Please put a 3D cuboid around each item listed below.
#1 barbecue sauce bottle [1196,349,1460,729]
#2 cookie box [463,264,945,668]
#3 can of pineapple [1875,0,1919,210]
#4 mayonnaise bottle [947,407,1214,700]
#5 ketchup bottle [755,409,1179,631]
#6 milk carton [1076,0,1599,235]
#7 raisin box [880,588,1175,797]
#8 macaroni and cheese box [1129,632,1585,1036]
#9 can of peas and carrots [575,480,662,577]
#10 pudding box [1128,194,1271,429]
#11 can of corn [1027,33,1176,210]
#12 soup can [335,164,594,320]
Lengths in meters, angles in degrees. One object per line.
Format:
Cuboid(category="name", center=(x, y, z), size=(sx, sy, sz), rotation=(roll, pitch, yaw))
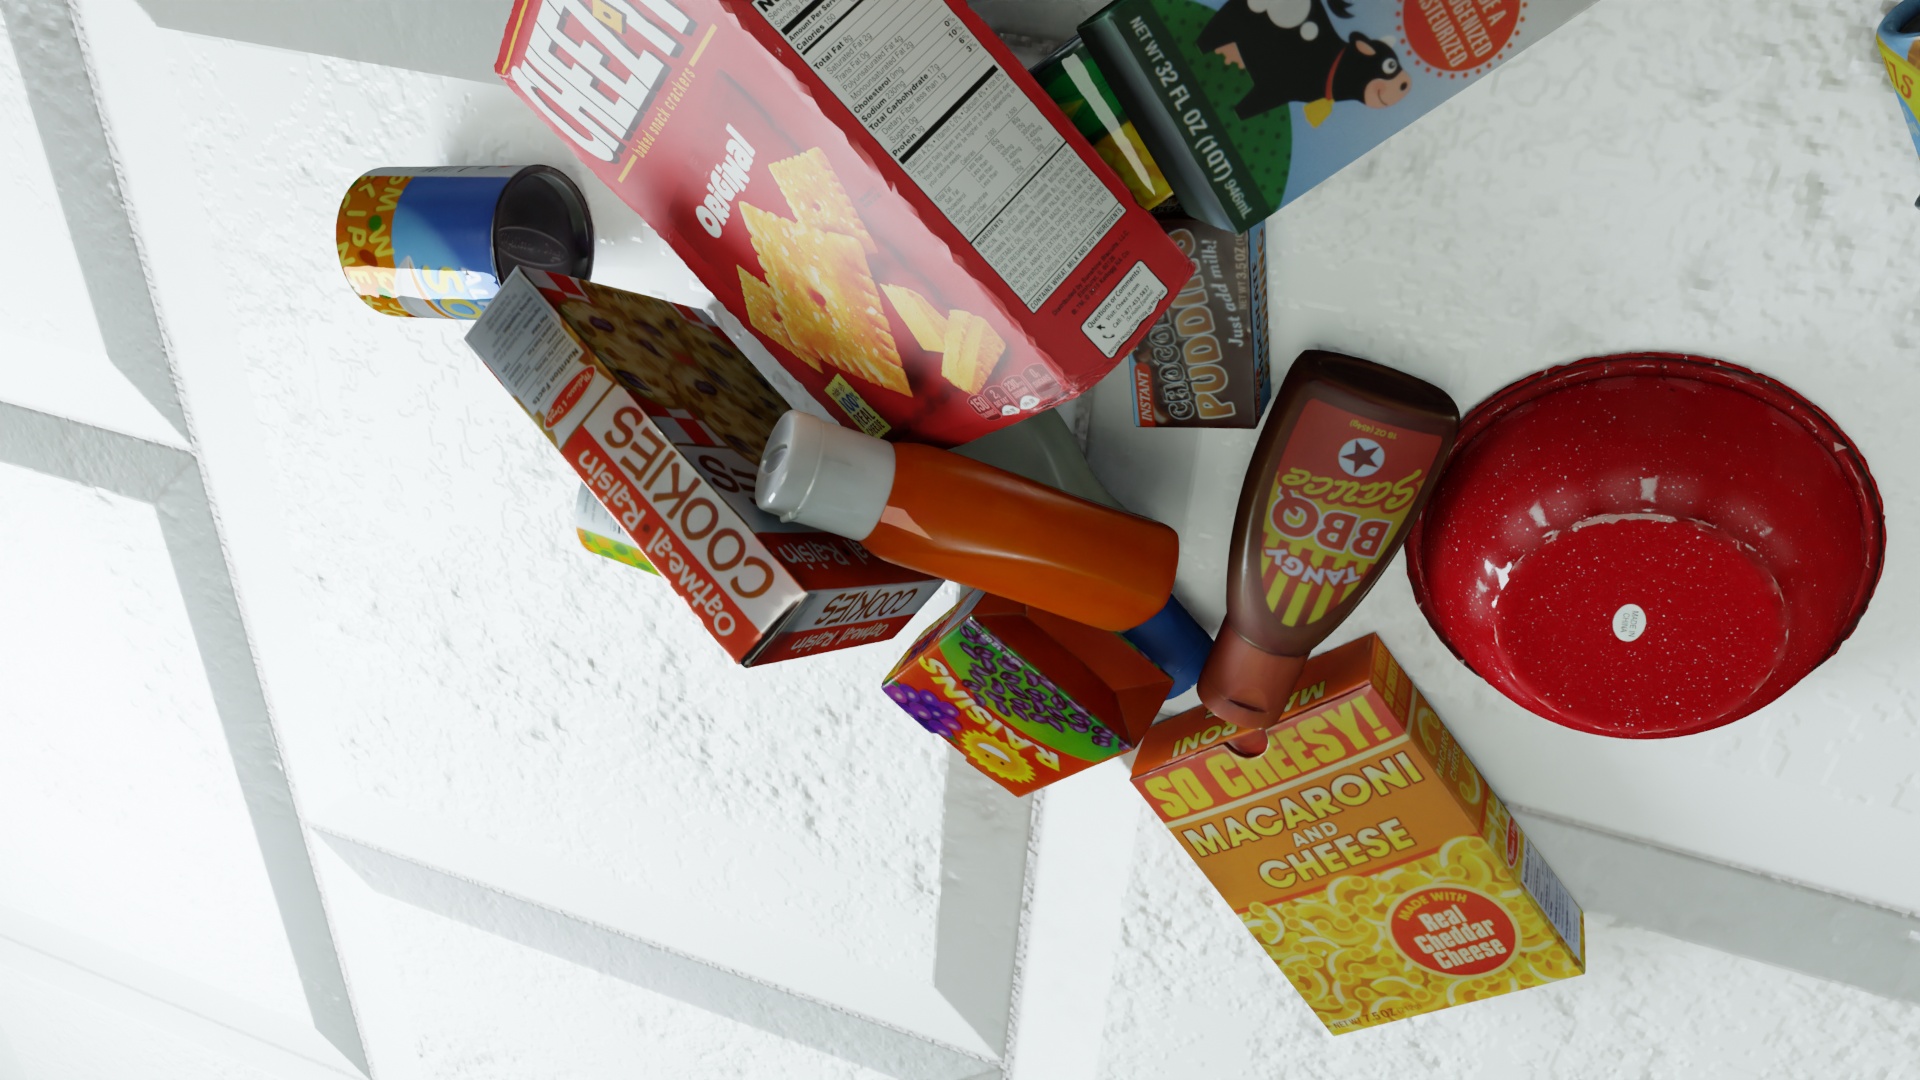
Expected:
Cuboid(category="barbecue sauce bottle", center=(0.132, 0.004, 0.532), size=(0.065, 0.044, 0.147), rotation=(17, 119, 1))
Cuboid(category="cookie box", center=(-0.094, -0.028, 0.537), size=(0.168, 0.123, 0.040), rotation=(47, 107, 15))
Cuboid(category="can of pineapple", center=(0.293, -0.127, 0.378), size=(0.071, 0.071, 0.057), rotation=(-21, 109, 32))
Cuboid(category="mayonnaise bottle", center=(0.048, 0.003, 0.581), size=(0.064, 0.041, 0.148), rotation=(-33, 105, 38))
Cuboid(category="ketchup bottle", center=(0.002, -0.006, 0.498), size=(0.149, 0.043, 0.064), rotation=(18, 166, -23))
Cuboid(category="milk carton", center=(0.134, -0.171, 0.392), size=(0.190, 0.074, 0.072), rotation=(-33, 105, 8))
Cuboid(category="raisin box", center=(0.025, 0.063, 0.600), size=(0.086, 0.040, 0.123), rotation=(39, 153, -4))
Cuboid(category="macaroni and cheese box", center=(0.173, 0.134, 0.608), size=(0.123, 0.040, 0.166), rotation=(-30, 105, 34))
Cuboid(category="can of peas and carrots", center=(-0.131, -0.016, 0.632), size=(0.059, 0.071, 0.070), rotation=(18, 125, 12))
Cuboid(category="pudding box", center=(0.087, -0.085, 0.515), size=(0.049, 0.030, 0.083), rotation=(4, 121, 22))
Cuboid(category="can of corn", center=(0.051, -0.143, 0.472), size=(0.071, 0.071, 0.058), rotation=(-26, 108, 33))
Cuboid(category="soup can", center=(-0.211, -0.124, 0.594), size=(0.084, 0.072, 0.071), rotation=(5, 122, 21))
